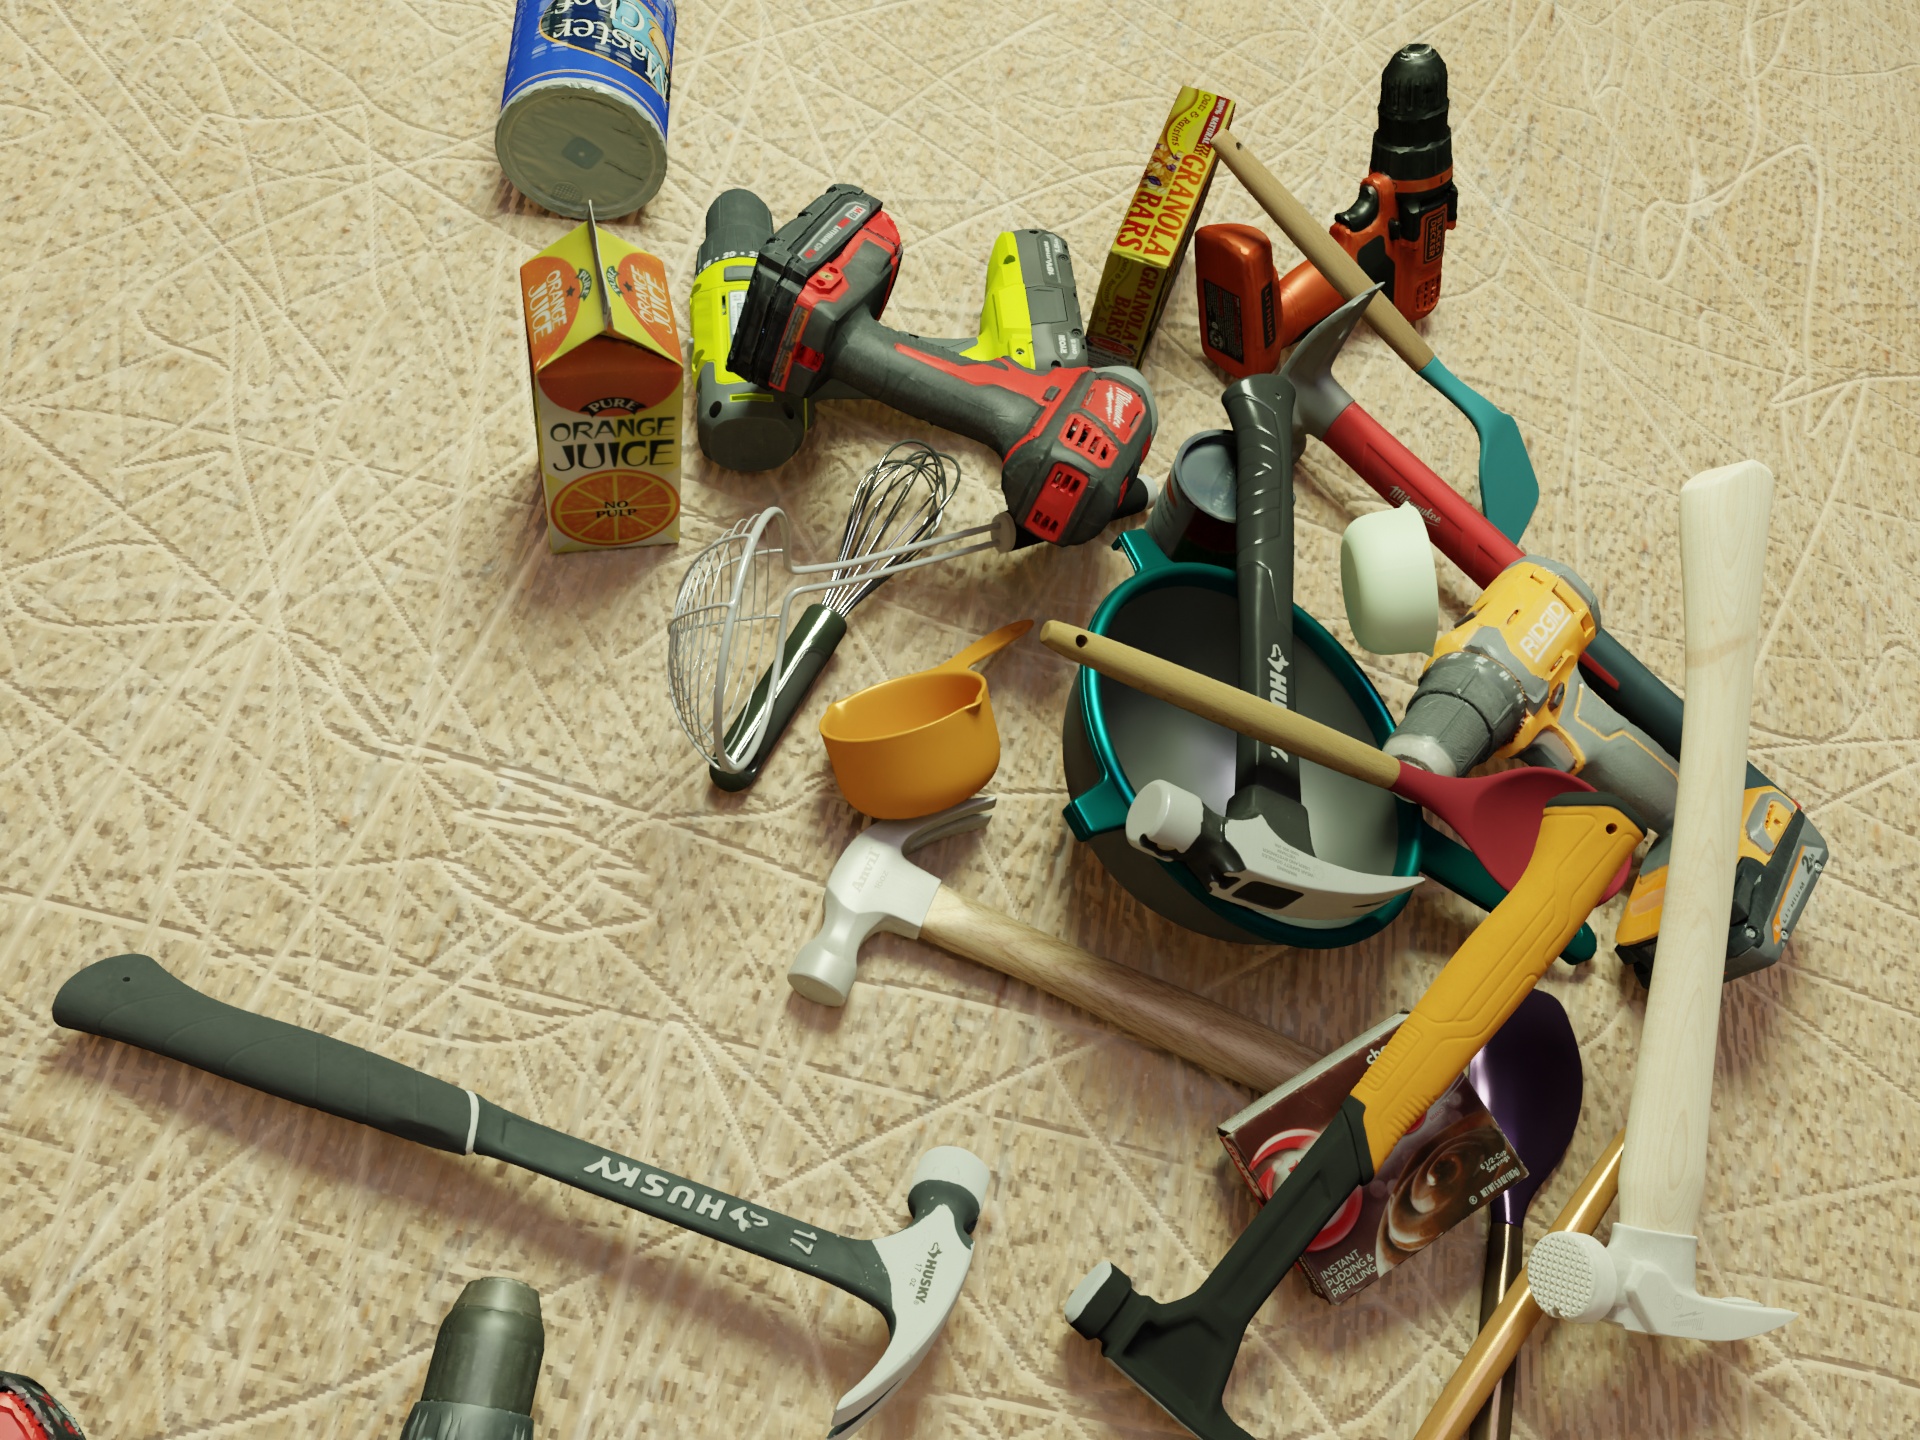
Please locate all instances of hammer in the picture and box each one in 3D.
[{"bbox_3d":[-0.195,0.184,0.681,0.409,0.036,0.149,18,31,4],"label":"hammer"},{"bbox_3d":[0.334,-0.082,0.917,0.386,0.143,0.038,46,60,11],"label":"hammer"},{"bbox_3d":[0.090,0.138,0.789,0.331,0.031,0.130,23,59,2],"label":"hammer"},{"bbox_3d":[0.198,0.172,0.705,0.127,0.034,0.337,39,85,5],"label":"hammer"},{"bbox_3d":[0.158,-0.053,0.799,0.146,0.035,0.335,24,50,-20],"label":"hammer"},{"bbox_3d":[0.356,0.078,0.754,0.146,0.038,0.411,16,79,-27],"label":"hammer"}]

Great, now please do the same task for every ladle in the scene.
[{"bbox_3d":[0.175,0.017,0.721,0.315,0.031,0.069,21,72,-18],"label":"ladle"}]

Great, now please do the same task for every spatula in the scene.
[{"bbox_3d":[0.220,0.304,0.699,0.081,0.041,0.323,39,69,13],"label":"spatula"},{"bbox_3d":[0.254,-0.228,0.958,0.317,0.044,0.082,44,60,-12],"label":"spatula"},{"bbox_3d":[0.260,0.267,0.756,0.060,0.018,0.316,17,57,4],"label":"spatula"}]

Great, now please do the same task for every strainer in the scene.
[{"bbox_3d":[0.180,0.061,0.831,0.340,0.095,0.211,29,49,-18],"label":"strainer"}]

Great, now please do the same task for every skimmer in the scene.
[{"bbox_3d":[-0.003,-0.074,0.833,0.363,0.127,0.090,-20,40,-38],"label":"skimmer"}]

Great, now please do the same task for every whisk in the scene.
[{"bbox_3d":[-0.068,-0.061,0.867,0.059,0.057,0.246,8,56,35],"label":"whisk"}]

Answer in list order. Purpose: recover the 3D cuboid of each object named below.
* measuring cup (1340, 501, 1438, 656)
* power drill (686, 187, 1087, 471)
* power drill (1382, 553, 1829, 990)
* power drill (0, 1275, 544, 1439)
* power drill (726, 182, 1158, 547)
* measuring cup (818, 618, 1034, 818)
[{"bbox_3d":[0.223,-0.066,0.870,0.038,0.167,0.083,-8,83,2],"label":"measuring cup"},{"bbox_3d":[-0.049,-0.241,0.958,0.228,0.080,0.191,-1,61,-9],"label":"power drill"},{"bbox_3d":[0.330,0.039,0.835,0.226,0.084,0.185,47,54,2],"label":"power drill"},{"bbox_3d":[-0.275,0.296,0.598,0.226,0.080,0.188,12,59,-8],"label":"power drill"},{"bbox_3d":[0.001,-0.188,0.845,0.219,0.078,0.143,29,43,2],"label":"power drill"},{"bbox_3d":[-0.001,-0.003,0.839,0.095,0.052,0.173,-1,22,35],"label":"measuring cup"}]
